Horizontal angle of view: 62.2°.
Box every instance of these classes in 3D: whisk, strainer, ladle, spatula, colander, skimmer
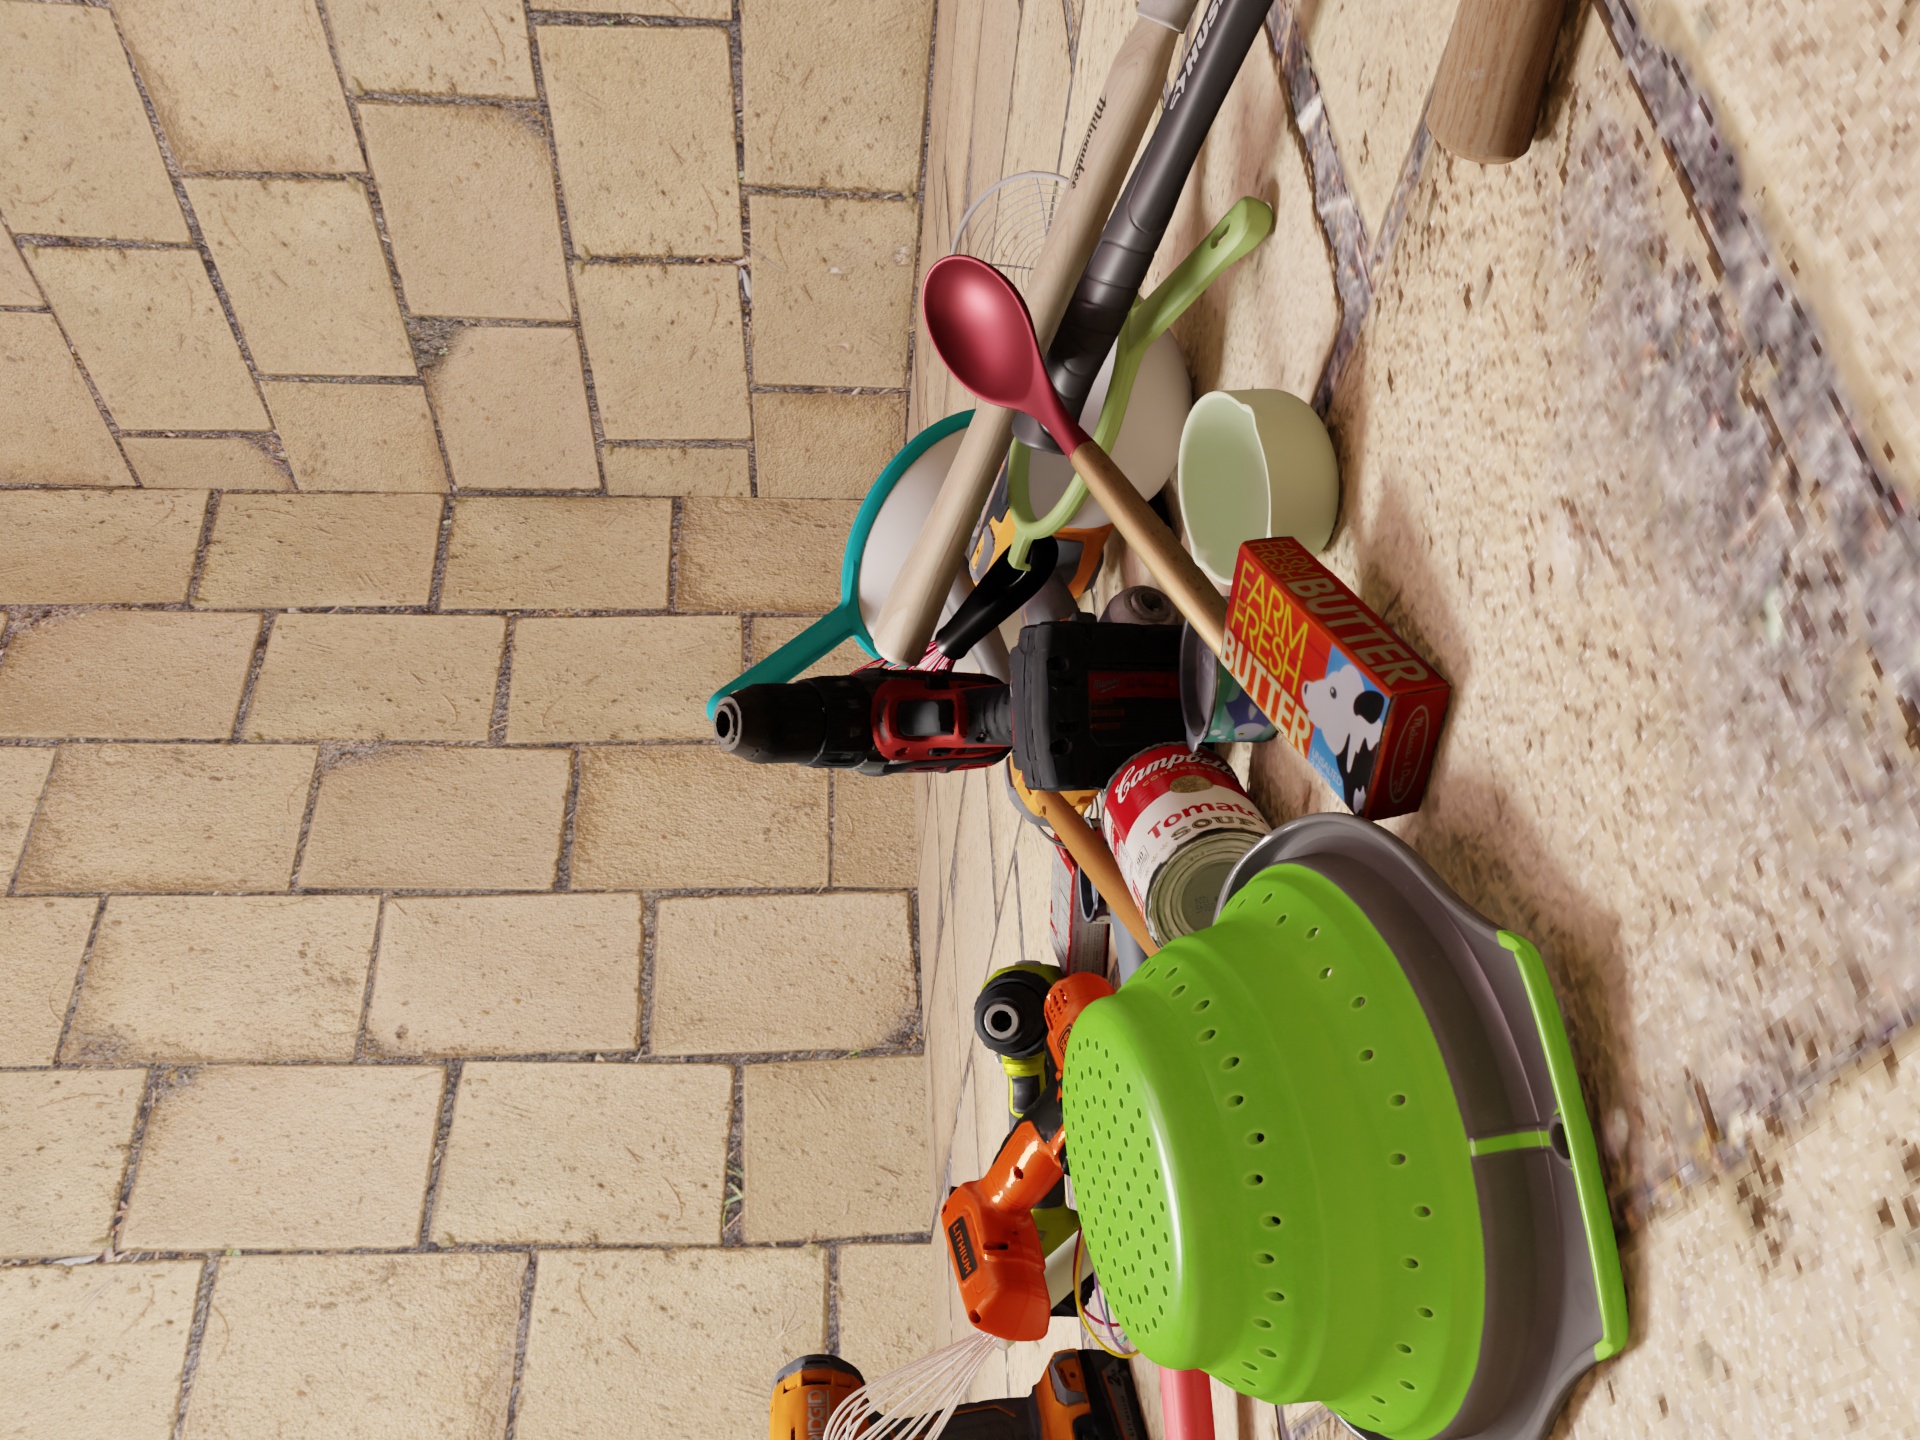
[{"bbox_3d":[0.014,0.375,0.958,0.058,0.246,0.059,56,146,5],"label":"whisk"},{"bbox_3d":[-0.014,-0.041,1.018,0.295,0.073,0.073,137,137,-54],"label":"whisk"},{"bbox_3d":[0.104,-0.180,0.815,0.256,0.069,0.152,143,138,-61],"label":"strainer"},{"bbox_3d":[0.067,-0.102,0.703,0.316,0.031,0.069,58,150,31],"label":"ladle"},{"bbox_3d":[0.088,0.282,0.998,0.245,0.047,0.051,-91,3,-51],"label":"whisk"},{"bbox_3d":[0.035,-0.022,1.087,0.239,0.055,0.055,64,175,-1],"label":"whisk"},{"bbox_3d":[0.094,0.117,0.704,0.323,0.041,0.081,-127,34,-54],"label":"spatula"},{"bbox_3d":[0.073,0.154,0.571,0.397,0.094,0.205,132,130,-72],"label":"colander"},{"bbox_3d":[0.065,-0.225,0.997,0.127,0.090,0.364,-42,35,25],"label":"skimmer"},{"bbox_3d":[-0.025,-0.080,1.146,0.095,0.340,0.210,34,149,35],"label":"strainer"}]

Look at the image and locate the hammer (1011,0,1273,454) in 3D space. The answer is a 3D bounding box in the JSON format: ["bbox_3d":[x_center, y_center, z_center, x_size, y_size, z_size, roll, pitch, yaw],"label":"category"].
[{"bbox_3d":[0.088,-0.244,0.693,0.334,0.035,0.146,117,157,-50],"label":"hammer"}]

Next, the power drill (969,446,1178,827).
[{"bbox_3d":[0.070,-0.074,0.975,0.185,0.084,0.226,115,155,-49],"label":"power drill"}]

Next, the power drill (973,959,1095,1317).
[{"bbox_3d":[0.045,0.280,1.084,0.190,0.080,0.228,31,-123,-78],"label":"power drill"}]

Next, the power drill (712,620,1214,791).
[{"bbox_3d":[-0.001,-0.003,0.828,0.227,0.187,0.080,-4,87,51],"label":"power drill"}]

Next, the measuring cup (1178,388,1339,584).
[{"bbox_3d":[0.134,-0.059,0.604,0.083,0.038,0.168,103,150,-50],"label":"measuring cup"}]

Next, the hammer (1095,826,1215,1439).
[{"bbox_3d":[0.102,0.236,0.750,0.143,0.038,0.386,118,149,-74],"label":"hammer"}]

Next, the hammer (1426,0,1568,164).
[{"bbox_3d":[0.155,-0.288,0.343,0.130,0.031,0.331,-96,8,-47],"label":"hammer"}]

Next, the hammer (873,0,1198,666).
[{"bbox_3d":[0.041,-0.206,0.844,0.146,0.038,0.410,-105,35,-62],"label":"hammer"}]

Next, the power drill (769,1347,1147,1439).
[{"bbox_3d":[-0.003,0.458,0.960,0.164,0.226,0.084,-105,15,-70],"label":"power drill"}]
